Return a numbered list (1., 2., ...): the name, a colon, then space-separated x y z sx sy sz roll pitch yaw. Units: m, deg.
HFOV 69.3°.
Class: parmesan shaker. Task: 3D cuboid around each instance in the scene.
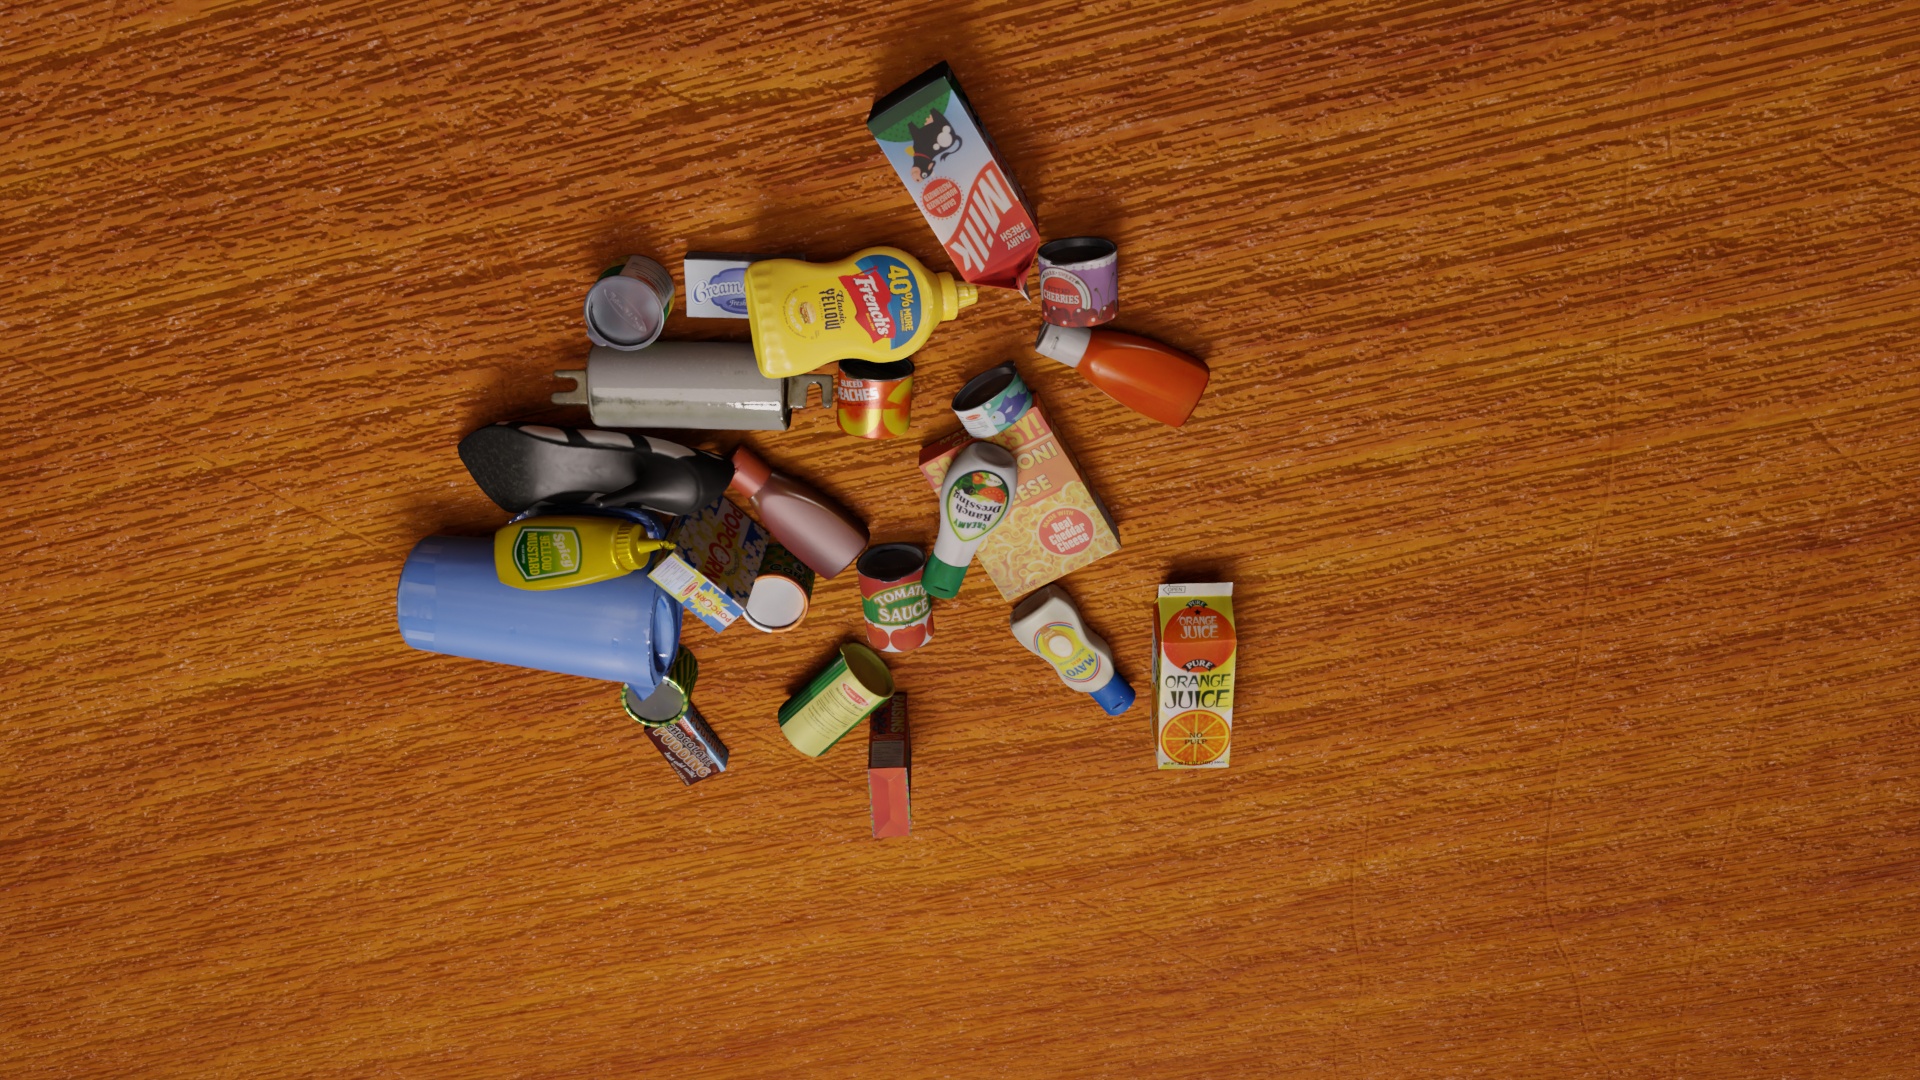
1. parmesan shaker: -0.125 0.156 1.370 0.071 0.071 0.102 40 113 -20

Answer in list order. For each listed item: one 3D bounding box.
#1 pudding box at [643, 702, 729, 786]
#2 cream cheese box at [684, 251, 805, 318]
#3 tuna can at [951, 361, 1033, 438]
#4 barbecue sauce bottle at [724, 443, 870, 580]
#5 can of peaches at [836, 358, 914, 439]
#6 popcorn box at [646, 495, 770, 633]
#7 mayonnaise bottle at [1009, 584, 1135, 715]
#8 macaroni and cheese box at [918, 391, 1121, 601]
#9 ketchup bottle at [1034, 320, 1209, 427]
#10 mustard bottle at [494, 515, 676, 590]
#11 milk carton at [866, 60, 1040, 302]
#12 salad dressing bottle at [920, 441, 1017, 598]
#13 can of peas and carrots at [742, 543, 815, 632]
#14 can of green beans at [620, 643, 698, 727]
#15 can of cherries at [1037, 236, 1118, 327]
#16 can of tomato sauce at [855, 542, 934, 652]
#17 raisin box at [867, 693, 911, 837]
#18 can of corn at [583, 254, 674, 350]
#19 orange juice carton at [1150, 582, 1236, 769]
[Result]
1. pudding box: -0.279 0.206 1.419 0.049 0.030 0.083 -25 116 12
2. cream cheese box: -0.183 -0.218 1.188 0.104 0.024 0.053 1 118 0
3. tuna can: 0.030 -0.123 1.217 0.071 0.071 0.032 -27 117 14
4. barbecue sauce bottle: -0.157 -0.030 1.281 0.148 0.044 0.064 40 112 -19
5. can of peaches: -0.076 -0.126 1.211 0.071 0.071 0.057 4 120 -2
6. popcorn box: -0.225 0.013 1.256 0.038 0.127 0.085 -38 113 25
7. mayonnaise bottle: 0.115 0.111 1.358 0.064 0.041 0.148 -36 112 17
8. macaroni and cheese box: 0.055 -0.038 1.276 0.123 0.040 0.166 -26 116 15
9. ketchup bottle: 0.139 -0.153 1.210 0.149 0.044 0.064 22 116 -11
10. mustard bottle: -0.321 0.007 1.195 0.160 0.049 0.065 -5 91 14
11. milk carton: 0.007 -0.281 1.124 0.073 0.073 0.190 -28 115 15
12. salad dressing bottle: 0.004 -0.016 1.240 0.064 0.044 0.147 17 120 -9
13. can of peas and carrots: -0.171 0.044 1.312 0.071 0.059 0.070 0 119 0
14. can of green beans: -0.296 0.141 1.367 0.071 0.058 0.071 0 119 0
15. can of cherries: 0.097 -0.215 1.161 0.071 0.072 0.058 -4 120 3
16. can of tomato sauce: -0.060 0.055 1.311 0.071 0.071 0.082 -4 119 3
17. raisin box: -0.069 0.220 1.372 0.040 0.124 0.085 -3 119 0
18. can of corn: -0.281 -0.201 1.178 0.071 0.058 0.070 0 119 0
19. orange juice carton: 0.225 0.123 1.346 0.072 0.073 0.191 -2 119 2
